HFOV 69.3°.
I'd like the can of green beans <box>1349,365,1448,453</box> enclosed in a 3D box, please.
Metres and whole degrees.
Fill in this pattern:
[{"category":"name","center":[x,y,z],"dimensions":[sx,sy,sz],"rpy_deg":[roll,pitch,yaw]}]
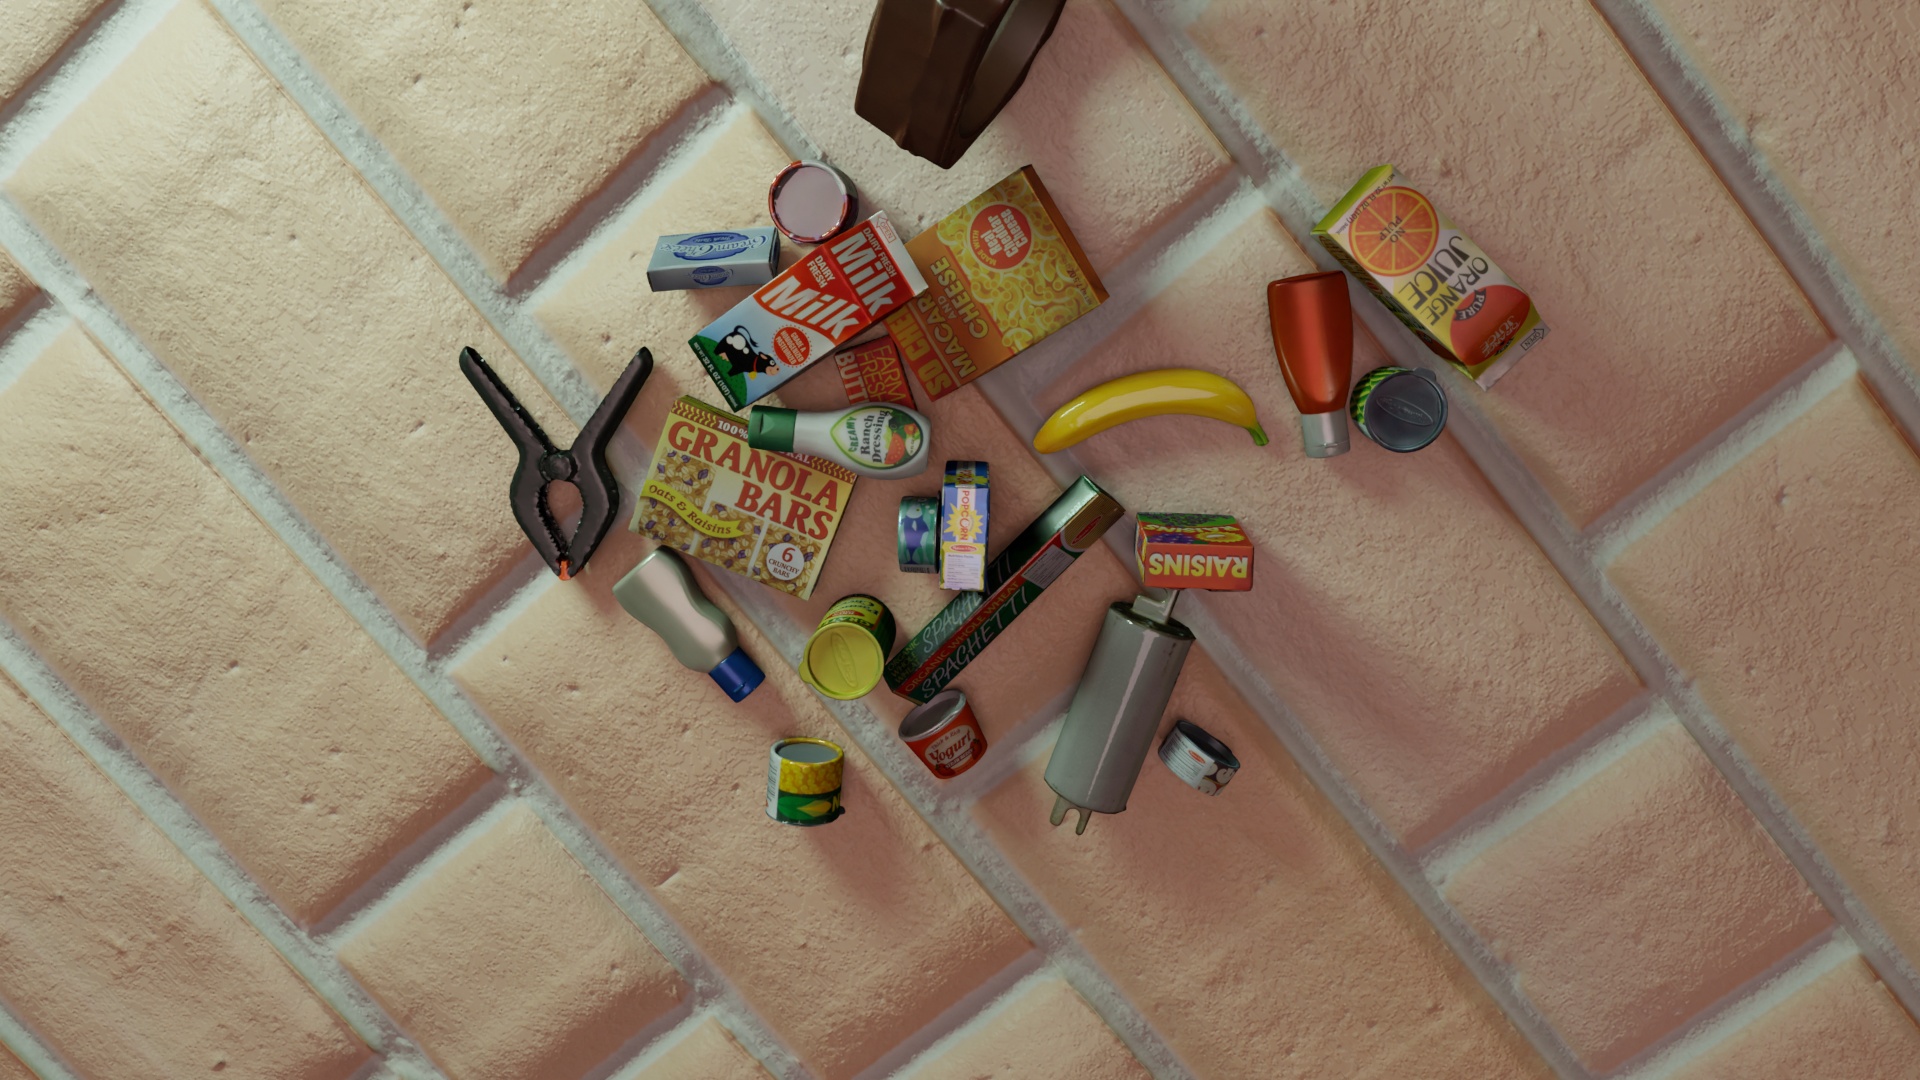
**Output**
[{"category":"can of green beans","center":[0.356,-0.108,1.133],"dimensions":[0.071,0.058,0.071],"rpy_deg":[1,102,4]}]

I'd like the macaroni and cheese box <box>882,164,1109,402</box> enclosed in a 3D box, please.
[{"category":"macaroni and cheese box","center":[0.017,-0.205,1.121],"dimensions":[0.166,0.040,0.123],"rpy_deg":[-28,98,25]}]

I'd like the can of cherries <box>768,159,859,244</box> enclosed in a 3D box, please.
[{"category":"can of cherries","center":[-0.120,-0.272,1.127],"dimensions":[0.071,0.058,0.071],"rpy_deg":[1,101,3]}]

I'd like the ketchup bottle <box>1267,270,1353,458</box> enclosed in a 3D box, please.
[{"category":"ketchup bottle","center":[0.292,-0.143,1.137],"dimensions":[0.065,0.043,0.148],"rpy_deg":[-9,101,6]}]

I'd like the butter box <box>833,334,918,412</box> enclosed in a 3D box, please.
[{"category":"butter box","center":[-0.066,-0.118,1.173],"dimensions":[0.053,0.024,0.103],"rpy_deg":[-17,100,6]}]

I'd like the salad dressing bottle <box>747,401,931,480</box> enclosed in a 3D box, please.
[{"category":"salad dressing bottle","center":[-0.099,-0.085,1.140],"dimensions":[0.148,0.044,0.064],"rpy_deg":[6,83,-2]}]

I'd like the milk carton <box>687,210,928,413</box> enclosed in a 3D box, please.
[{"category":"milk carton","center":[-0.117,-0.184,1.111],"dimensions":[0.190,0.074,0.072],"rpy_deg":[-28,98,26]}]

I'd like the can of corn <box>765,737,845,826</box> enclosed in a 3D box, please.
[{"category":"can of corn","center":[-0.134,0.212,1.224],"dimensions":[0.071,0.071,0.058],"rpy_deg":[6,102,2]}]

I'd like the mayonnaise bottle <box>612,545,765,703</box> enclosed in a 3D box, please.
[{"category":"mayonnaise bottle","center":[-0.233,0.077,1.215],"dimensions":[0.064,0.041,0.148],"rpy_deg":[-40,98,11]}]

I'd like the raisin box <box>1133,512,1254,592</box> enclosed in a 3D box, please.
[{"category":"raisin box","center":[0.188,0.008,1.133],"dimensions":[0.086,0.123,0.040],"rpy_deg":[3,102,3]}]

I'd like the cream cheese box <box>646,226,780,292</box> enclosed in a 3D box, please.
[{"category":"cream cheese box","center":[-0.202,-0.232,1.142],"dimensions":[0.104,0.054,0.024],"rpy_deg":[-3,135,4]}]

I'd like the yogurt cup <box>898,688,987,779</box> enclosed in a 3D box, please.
[{"category":"yogurt cup","center":[-0.013,0.170,1.210],"dimensions":[0.072,0.072,0.054],"rpy_deg":[-30,107,9]}]

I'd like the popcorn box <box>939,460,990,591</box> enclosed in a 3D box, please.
[{"category":"popcorn box","center":[0.004,-0.014,1.138],"dimensions":[0.038,0.127,0.085],"rpy_deg":[3,102,0]}]

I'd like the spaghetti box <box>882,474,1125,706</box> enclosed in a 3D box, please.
[{"category":"spaghetti box","center":[0.034,0.045,1.186],"dimensions":[0.249,0.050,0.029],"rpy_deg":[-44,52,11]}]

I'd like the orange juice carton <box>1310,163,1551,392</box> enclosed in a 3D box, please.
[{"category":"orange juice carton","center":[0.376,-0.206,1.104],"dimensions":[0.192,0.073,0.071],"rpy_deg":[42,101,-6]}]

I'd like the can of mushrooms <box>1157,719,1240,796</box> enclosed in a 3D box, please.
[{"category":"can of mushrooms","center":[0.207,0.188,1.200],"dimensions":[0.071,0.071,0.033],"rpy_deg":[32,102,-3]}]

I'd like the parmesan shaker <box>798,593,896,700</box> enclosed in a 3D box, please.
[{"category":"parmesan shaker","center":[-0.095,0.089,1.177],"dimensions":[0.071,0.103,0.071],"rpy_deg":[1,102,3]}]

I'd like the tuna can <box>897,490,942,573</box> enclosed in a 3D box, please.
[{"category":"tuna can","center":[-0.034,-0.007,1.173],"dimensions":[0.033,0.071,0.071],"rpy_deg":[2,102,4]}]

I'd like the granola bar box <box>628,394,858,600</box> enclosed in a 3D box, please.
[{"category":"granola bar box","center":[-0.183,-0.037,1.189],"dimensions":[0.165,0.039,0.124],"rpy_deg":[22,101,-1]}]
